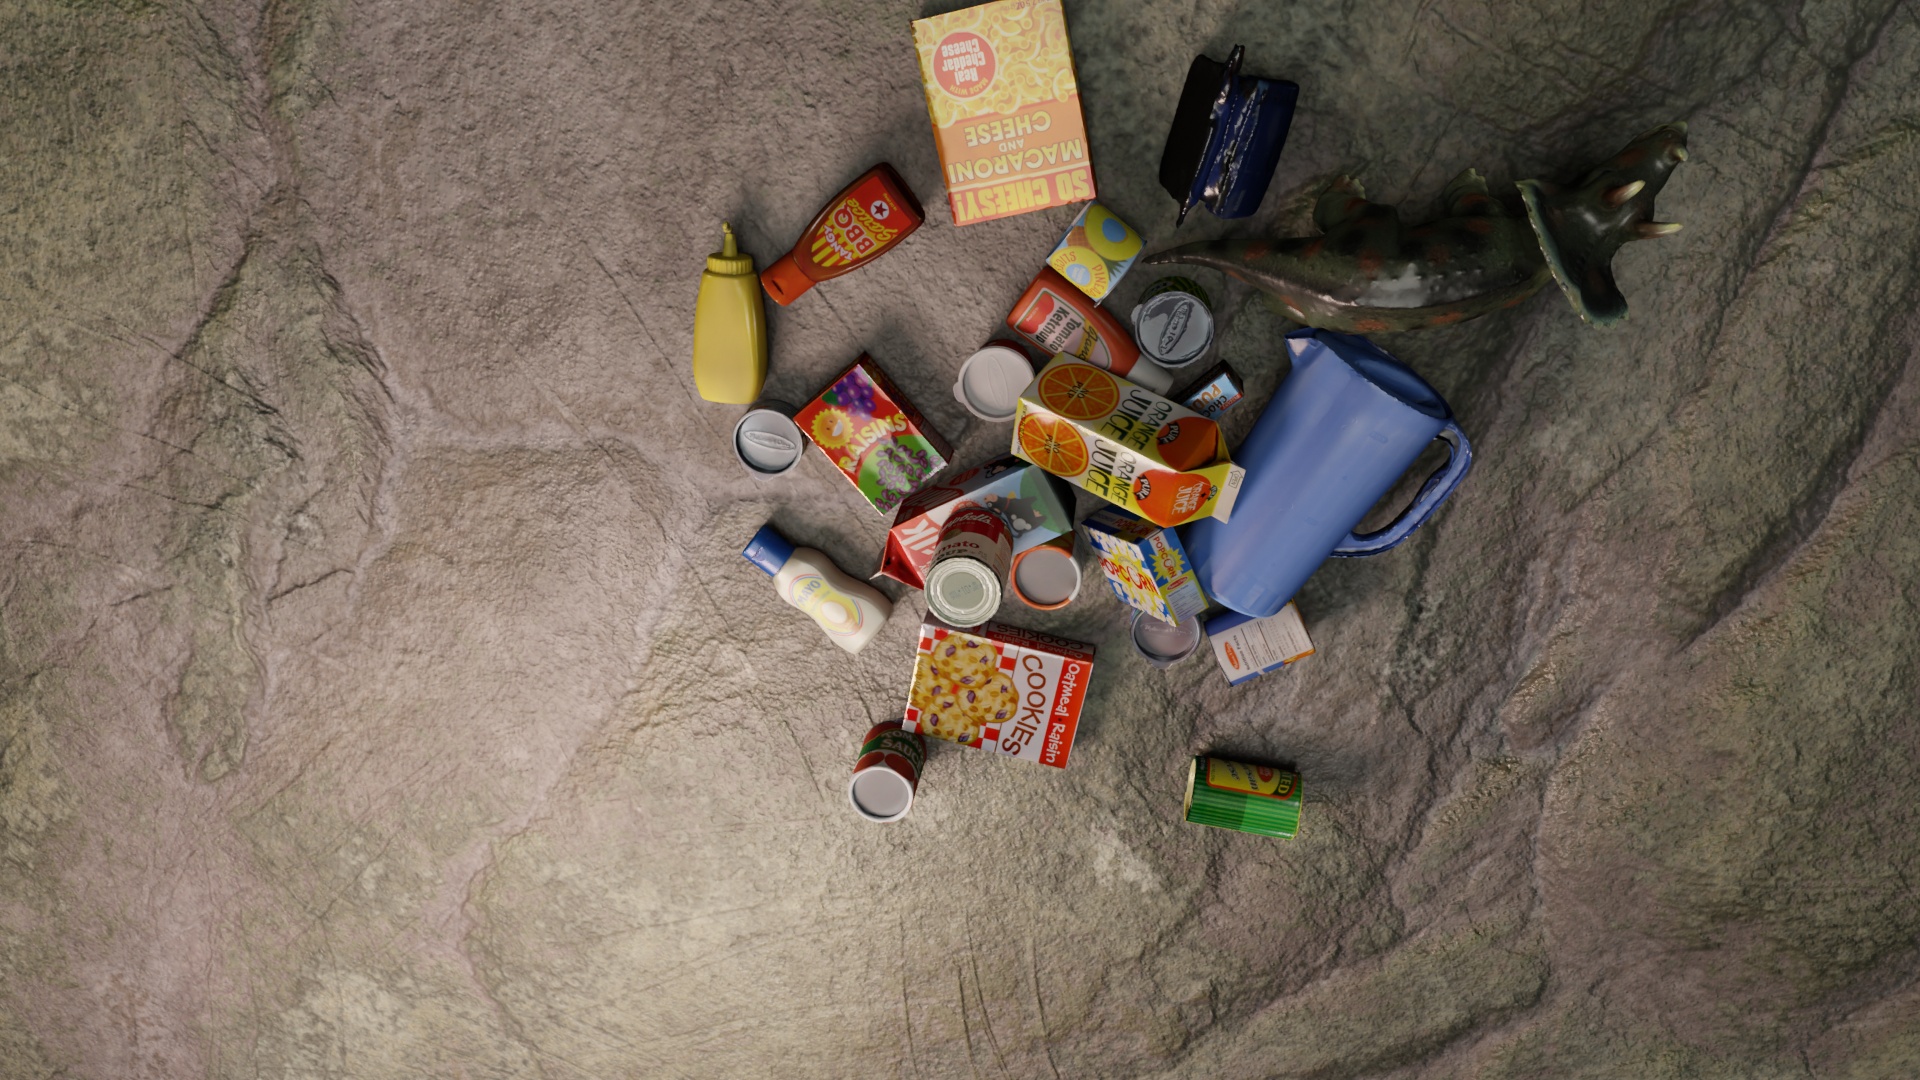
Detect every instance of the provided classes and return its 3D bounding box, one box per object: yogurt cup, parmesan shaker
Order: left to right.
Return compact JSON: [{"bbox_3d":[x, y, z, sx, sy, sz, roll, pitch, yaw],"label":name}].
[{"bbox_3d":[0.035,-0.144,1.218,0.072,0.054,0.072,3,113,7],"label":"yogurt cup"},{"bbox_3d":[0.272,0.249,1.341,0.103,0.071,0.071,9,114,4],"label":"parmesan shaker"}]

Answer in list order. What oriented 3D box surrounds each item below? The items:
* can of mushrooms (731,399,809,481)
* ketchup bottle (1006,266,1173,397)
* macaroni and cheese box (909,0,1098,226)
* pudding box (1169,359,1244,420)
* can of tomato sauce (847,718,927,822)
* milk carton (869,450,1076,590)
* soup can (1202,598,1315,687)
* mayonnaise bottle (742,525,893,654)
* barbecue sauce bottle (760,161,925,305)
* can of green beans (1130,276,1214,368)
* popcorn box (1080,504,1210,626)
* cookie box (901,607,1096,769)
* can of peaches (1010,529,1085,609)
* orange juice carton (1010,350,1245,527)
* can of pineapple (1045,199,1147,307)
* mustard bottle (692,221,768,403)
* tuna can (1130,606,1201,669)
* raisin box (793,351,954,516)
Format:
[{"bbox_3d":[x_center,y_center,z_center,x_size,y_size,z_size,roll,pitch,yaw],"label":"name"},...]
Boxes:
[{"bbox_3d":[-0.175,-0.092,1.280,0.071,0.033,0.070,3,113,6],"label":"can of mushrooms"},{"bbox_3d":[0.115,-0.170,1.200,0.149,0.044,0.064,35,128,-8],"label":"ketchup bottle"},{"bbox_3d":[0.038,-0.353,1.137,0.124,0.040,0.165,-9,111,11],"label":"macaroni and cheese box"},{"bbox_3d":[0.205,-0.117,1.208,0.083,0.050,0.030,-37,102,20],"label":"pudding box"},{"bbox_3d":[-0.071,0.227,1.373,0.071,0.083,0.071,3,114,7],"label":"can of tomato sauce"},{"bbox_3d":[0.005,-0.016,1.266,0.190,0.072,0.073,-23,108,17],"label":"milk carton"},{"bbox_3d":[0.274,0.088,1.276,0.083,0.071,0.071,-24,108,13],"label":"soup can"},{"bbox_3d":[-0.139,0.043,1.328,0.148,0.041,0.064,37,114,-9],"label":"mayonnaise bottle"},{"bbox_3d":[-0.105,-0.258,1.195,0.148,0.044,0.064,-32,106,19],"label":"barbecue sauce bottle"},{"bbox_3d":[0.181,-0.186,1.177,0.071,0.058,0.071,3,113,7],"label":"can of green beans"},{"bbox_3d":[0.161,0.020,1.231,0.038,0.127,0.085,-30,107,-11],"label":"popcorn box"},{"bbox_3d":[0.037,0.143,1.347,0.167,0.040,0.122,13,114,3],"label":"cookie box"},{"bbox_3d":[0.079,0.023,1.280,0.071,0.058,0.071,3,113,6],"label":"can of peaches"},{"bbox_3d":[0.145,-0.077,1.166,0.193,0.073,0.071,27,143,17],"label":"orange juice carton"},{"bbox_3d":[0.112,-0.240,1.158,0.058,0.071,0.070,37,113,-7],"label":"can of pineapple"},{"bbox_3d":[-0.203,-0.203,1.229,0.065,0.049,0.159,7,113,5],"label":"mustard bottle"},{"bbox_3d":[0.192,0.082,1.303,0.071,0.033,0.070,3,113,7],"label":"tuna can"},{"bbox_3d":[-0.078,-0.096,1.262,0.086,0.040,0.123,-37,105,21],"label":"raisin box"}]
